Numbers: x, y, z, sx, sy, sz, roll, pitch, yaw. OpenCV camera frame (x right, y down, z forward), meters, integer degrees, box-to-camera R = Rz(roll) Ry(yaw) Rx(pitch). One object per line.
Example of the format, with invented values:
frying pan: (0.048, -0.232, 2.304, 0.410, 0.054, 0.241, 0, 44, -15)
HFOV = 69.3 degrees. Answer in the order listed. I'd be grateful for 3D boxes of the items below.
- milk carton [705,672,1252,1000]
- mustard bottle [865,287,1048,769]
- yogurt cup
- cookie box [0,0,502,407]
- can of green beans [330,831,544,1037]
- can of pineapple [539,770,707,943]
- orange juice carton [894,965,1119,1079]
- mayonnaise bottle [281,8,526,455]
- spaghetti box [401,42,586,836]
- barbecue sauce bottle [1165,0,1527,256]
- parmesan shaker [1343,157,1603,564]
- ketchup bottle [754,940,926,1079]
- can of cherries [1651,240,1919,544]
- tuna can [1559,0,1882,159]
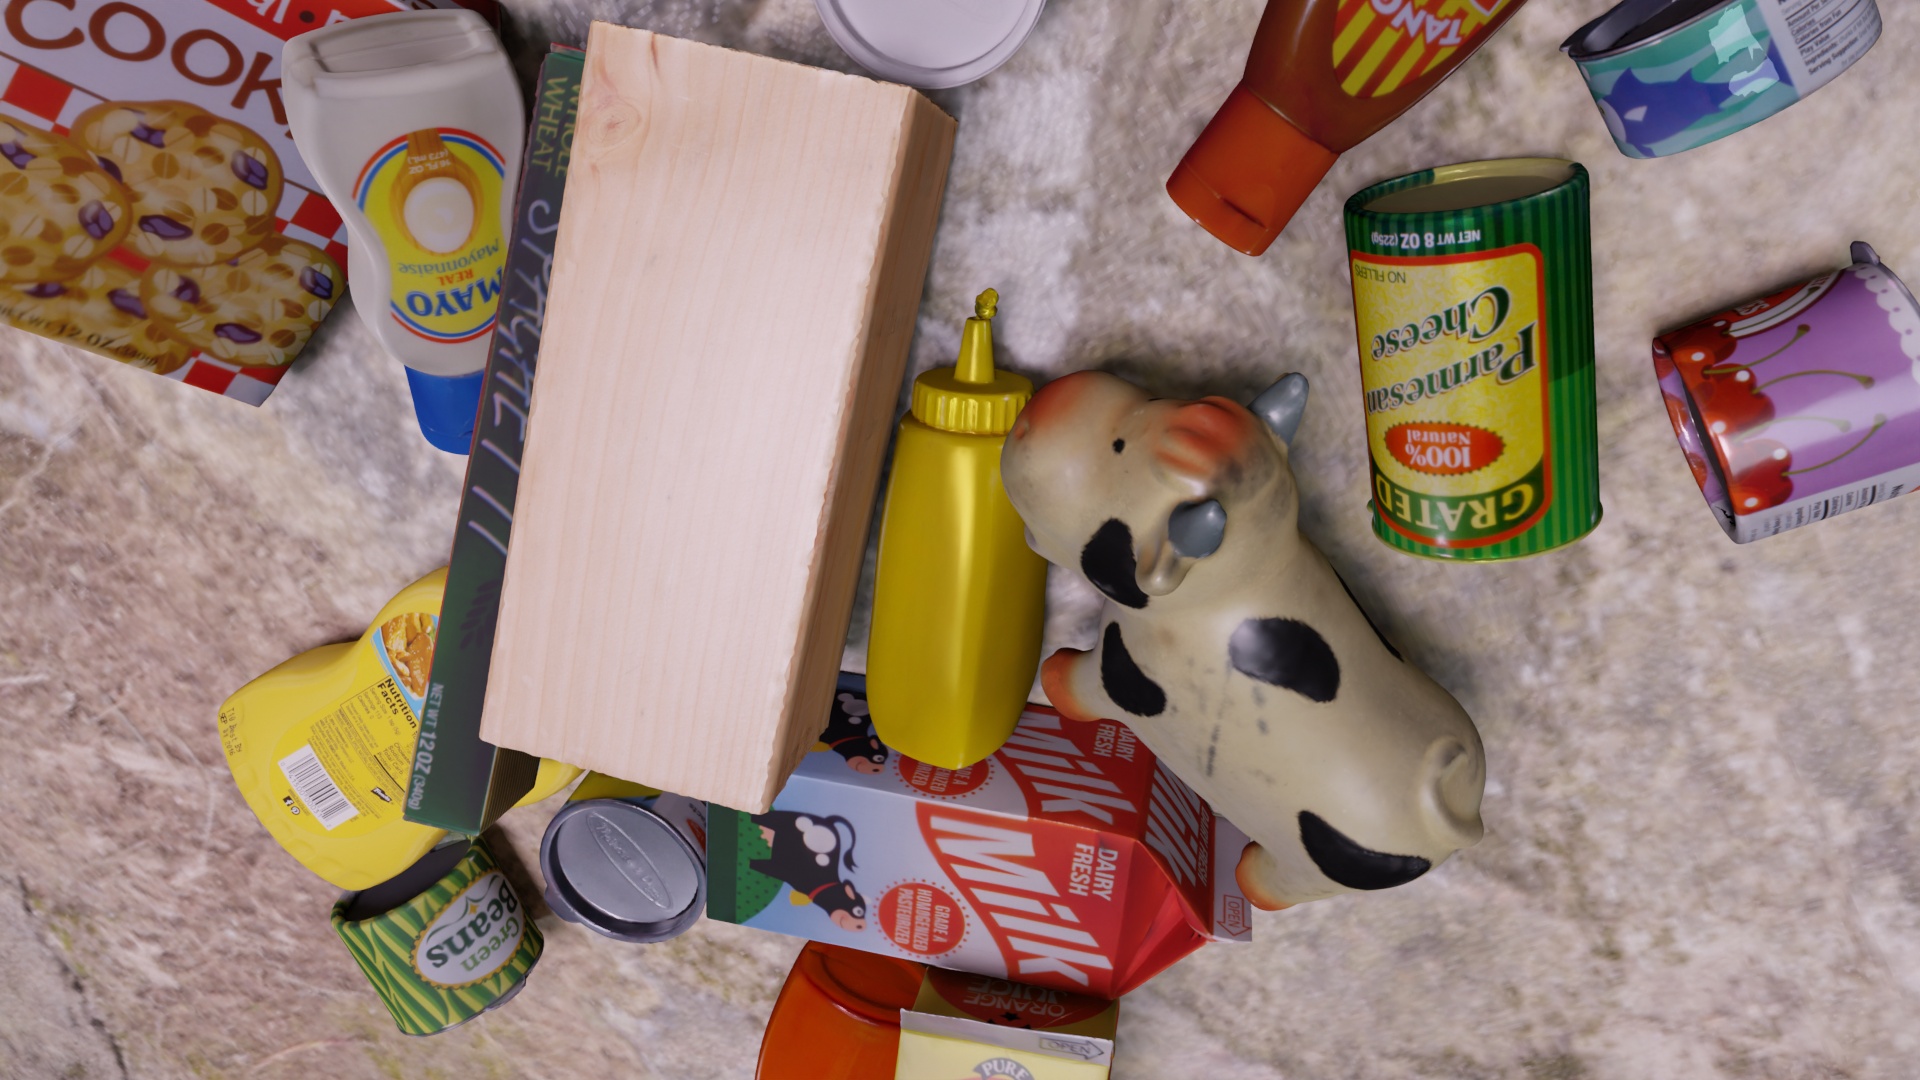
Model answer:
milk carton: (0.010, 0.106, 0.504, 0.191, 0.073, 0.073, 9, 116, 7)
mustard bottle: (0.002, -0.006, 0.462, 0.049, 0.065, 0.159, 14, 112, 25)
yogurt cup: (-0.004, -0.166, 0.393, 0.072, 0.054, 0.072, 5, 115, 10)
cookie box: (-0.242, -0.128, 0.433, 0.123, 0.040, 0.167, 22, 125, -43)
can of green beans: (-0.218, 0.162, 0.580, 0.071, 0.071, 0.057, -17, 110, 18)
can of pineapple: (-0.123, 0.113, 0.543, 0.071, 0.058, 0.070, 5, 115, 10)
orange juice carton: (0.017, 0.219, 0.517, 0.072, 0.073, 0.191, 7, 139, 8)
mayonnaise bottle: (-0.166, -0.091, 0.443, 0.065, 0.041, 0.147, -21, 144, -24)
spaghetti box: (-0.136, -0.029, 0.448, 0.029, 0.050, 0.249, 14, 99, 2)
barbecue sauce bottle: (0.115, -0.148, 0.382, 0.065, 0.044, 0.148, 27, 118, -19)
parmesan shaker: (0.148, -0.053, 0.408, 0.071, 0.071, 0.102, -7, 112, 15)
ketchup bottle: (-0.061, 0.236, 0.595, 0.065, 0.044, 0.148, 24, 117, 1)
can of cherries: (0.238, -0.041, 0.396, 0.058, 0.072, 0.071, -21, 108, 21)
tuna can: (0.196, -0.130, 0.363, 0.071, 0.071, 0.032, -28, 107, 22)
